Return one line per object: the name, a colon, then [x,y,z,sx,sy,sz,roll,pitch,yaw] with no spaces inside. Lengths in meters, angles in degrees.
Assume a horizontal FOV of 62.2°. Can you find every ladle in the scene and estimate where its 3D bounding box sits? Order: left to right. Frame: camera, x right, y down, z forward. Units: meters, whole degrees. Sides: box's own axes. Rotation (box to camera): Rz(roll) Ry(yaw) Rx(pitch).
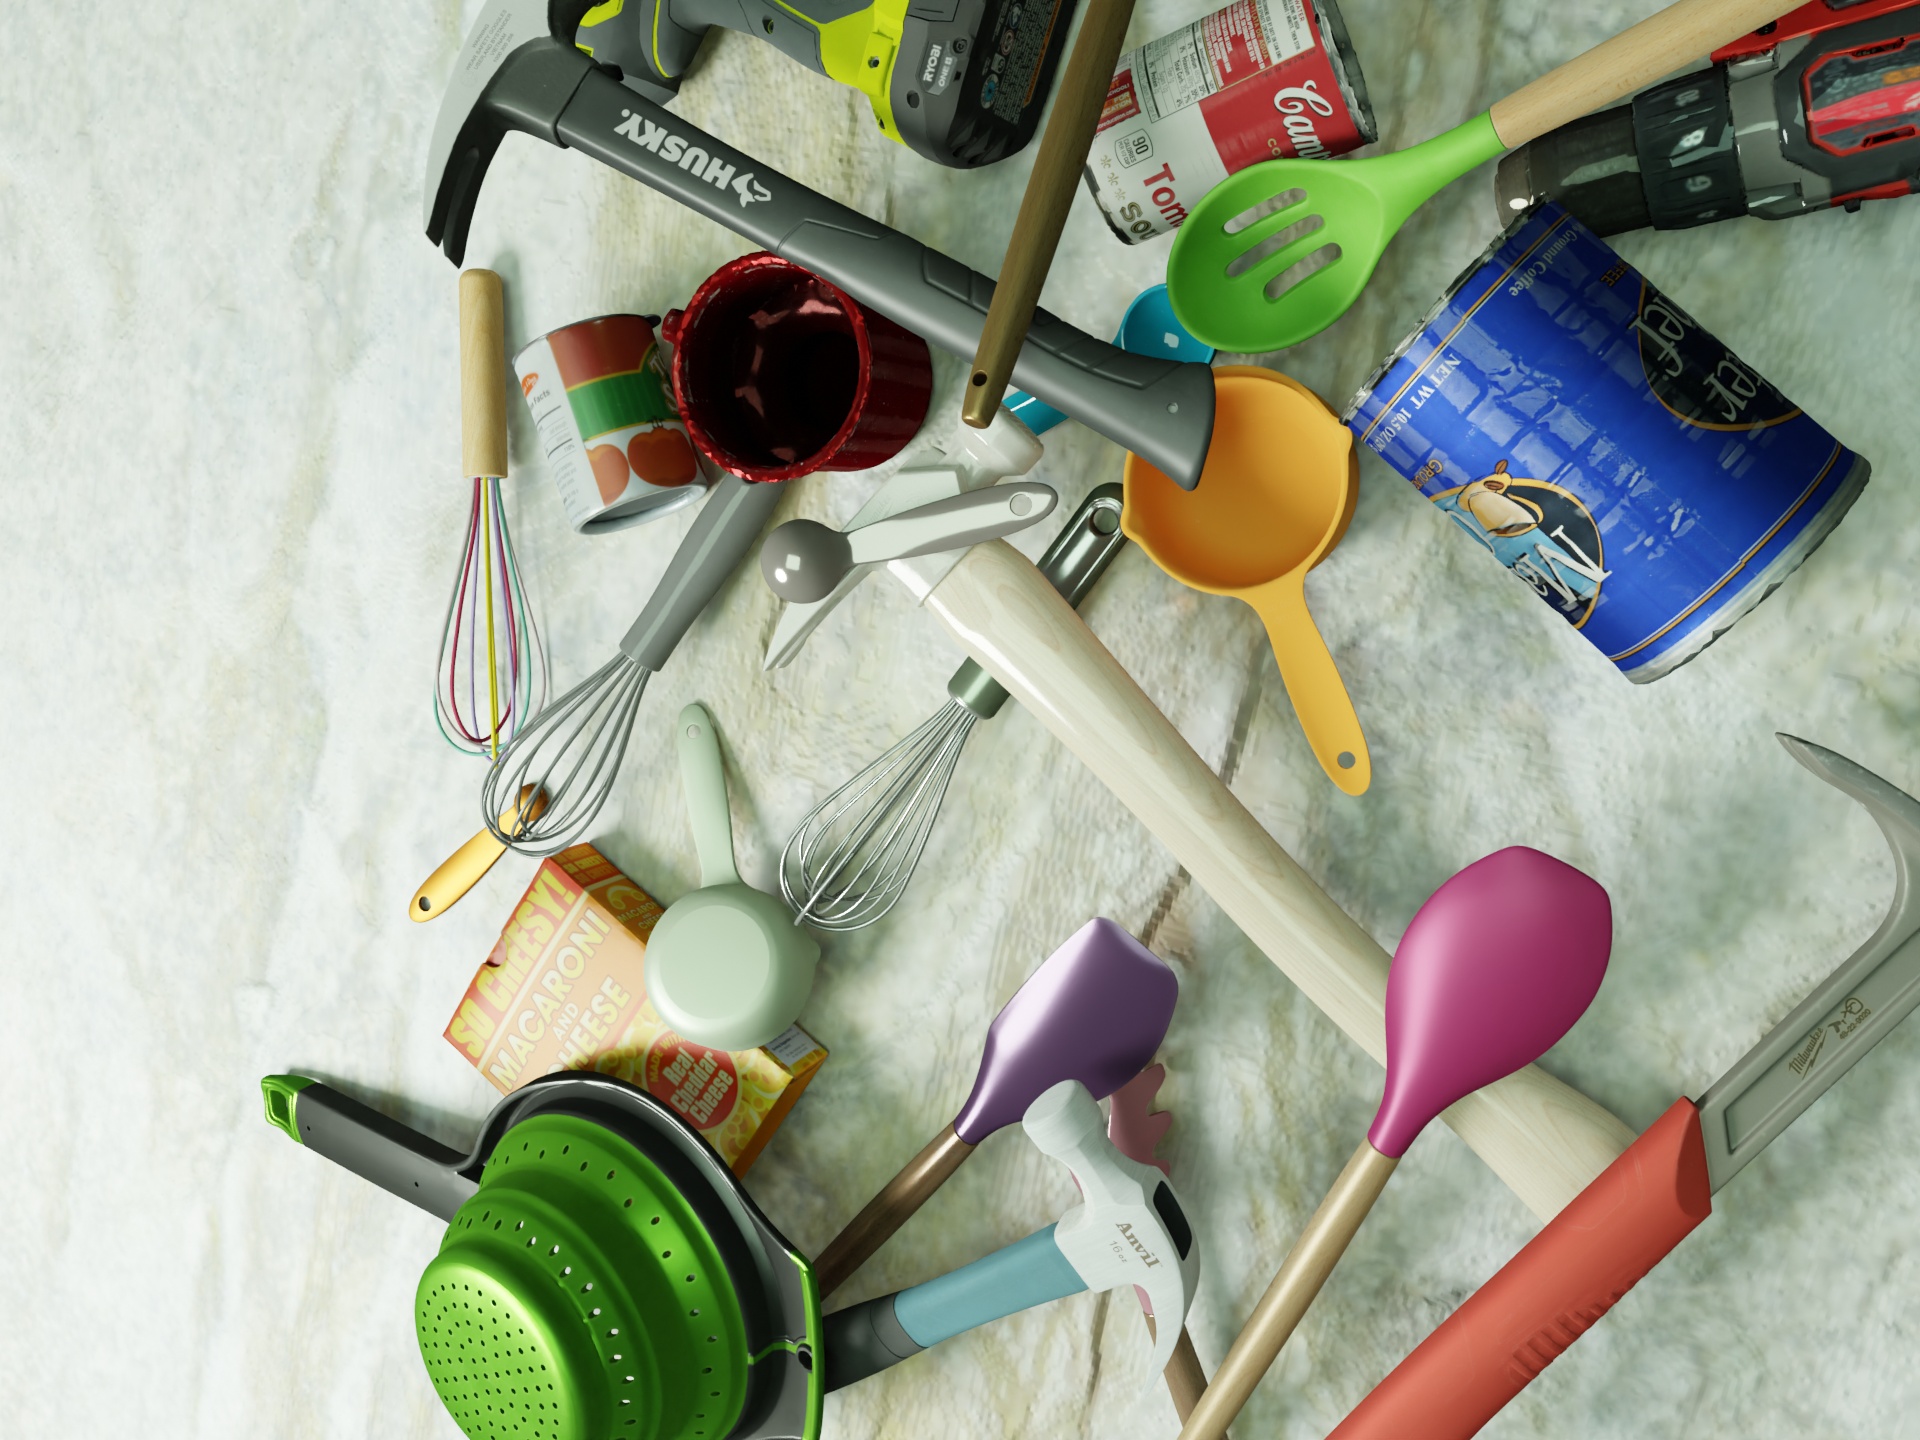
ladle: [0.052,-0.255,0.588,0.069,0.031,0.315,14,82,27]

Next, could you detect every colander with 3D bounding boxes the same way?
colander: [-0.248,0.258,0.772,0.397,0.094,0.204,12,111,32]

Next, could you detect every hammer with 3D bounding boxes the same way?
hammer: [-0.051,-0.179,0.611,0.335,0.035,0.146,30,86,7]
hammer: [-0.030,0.273,0.720,0.331,0.033,0.128,-35,95,33]
hammer: [0.103,0.061,0.638,0.411,0.038,0.146,45,102,5]
hammer: [0.237,0.178,0.585,0.149,0.037,0.359,42,101,4]

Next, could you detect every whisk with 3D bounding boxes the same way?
whisk: [-0.236,-0.098,0.786,0.051,0.047,0.245,0,92,14]
whisk: [-0.152,-0.033,0.749,0.055,0.055,0.239,39,100,14]
whisk: [-0.001,-0.002,0.695,0.058,0.059,0.246,37,105,2]

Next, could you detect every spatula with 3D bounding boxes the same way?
spatula: [-0.009,0.199,0.711,0.060,0.018,0.315,41,121,3]

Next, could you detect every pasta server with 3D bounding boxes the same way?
pasta server: [0.099,0.279,0.702,0.060,0.040,0.316,-19,93,24]

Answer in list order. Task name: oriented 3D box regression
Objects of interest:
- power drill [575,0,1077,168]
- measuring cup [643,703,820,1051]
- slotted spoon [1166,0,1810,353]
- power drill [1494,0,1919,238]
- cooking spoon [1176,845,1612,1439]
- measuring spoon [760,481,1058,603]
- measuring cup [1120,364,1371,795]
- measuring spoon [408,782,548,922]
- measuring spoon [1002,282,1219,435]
power drill: [-0.063,-0.340,0.662,0.229,0.080,0.190,25,107,21]
measuring cup: [-0.116,0.069,0.738,0.083,0.038,0.168,-13,77,5]
slotted spoon: [0.206,-0.210,0.533,0.314,0.031,0.070,-21,118,36]
power drill: [0.264,-0.280,0.532,0.188,0.080,0.226,-7,98,31]
cooking spoon: [0.154,0.186,0.622,0.069,0.017,0.318,28,113,10]
measuring spoon: [-0.022,-0.073,0.624,0.124,0.018,0.034,-13,93,13]
measuring cup: [0.129,-0.055,0.630,0.095,0.052,0.173,-22,90,24]
measuring spoon: [-0.255,0.072,0.829,0.117,0.011,0.021,-40,81,22]
measuring spoon: [0.055,-0.142,0.673,0.128,0.021,0.042,-23,88,33]
